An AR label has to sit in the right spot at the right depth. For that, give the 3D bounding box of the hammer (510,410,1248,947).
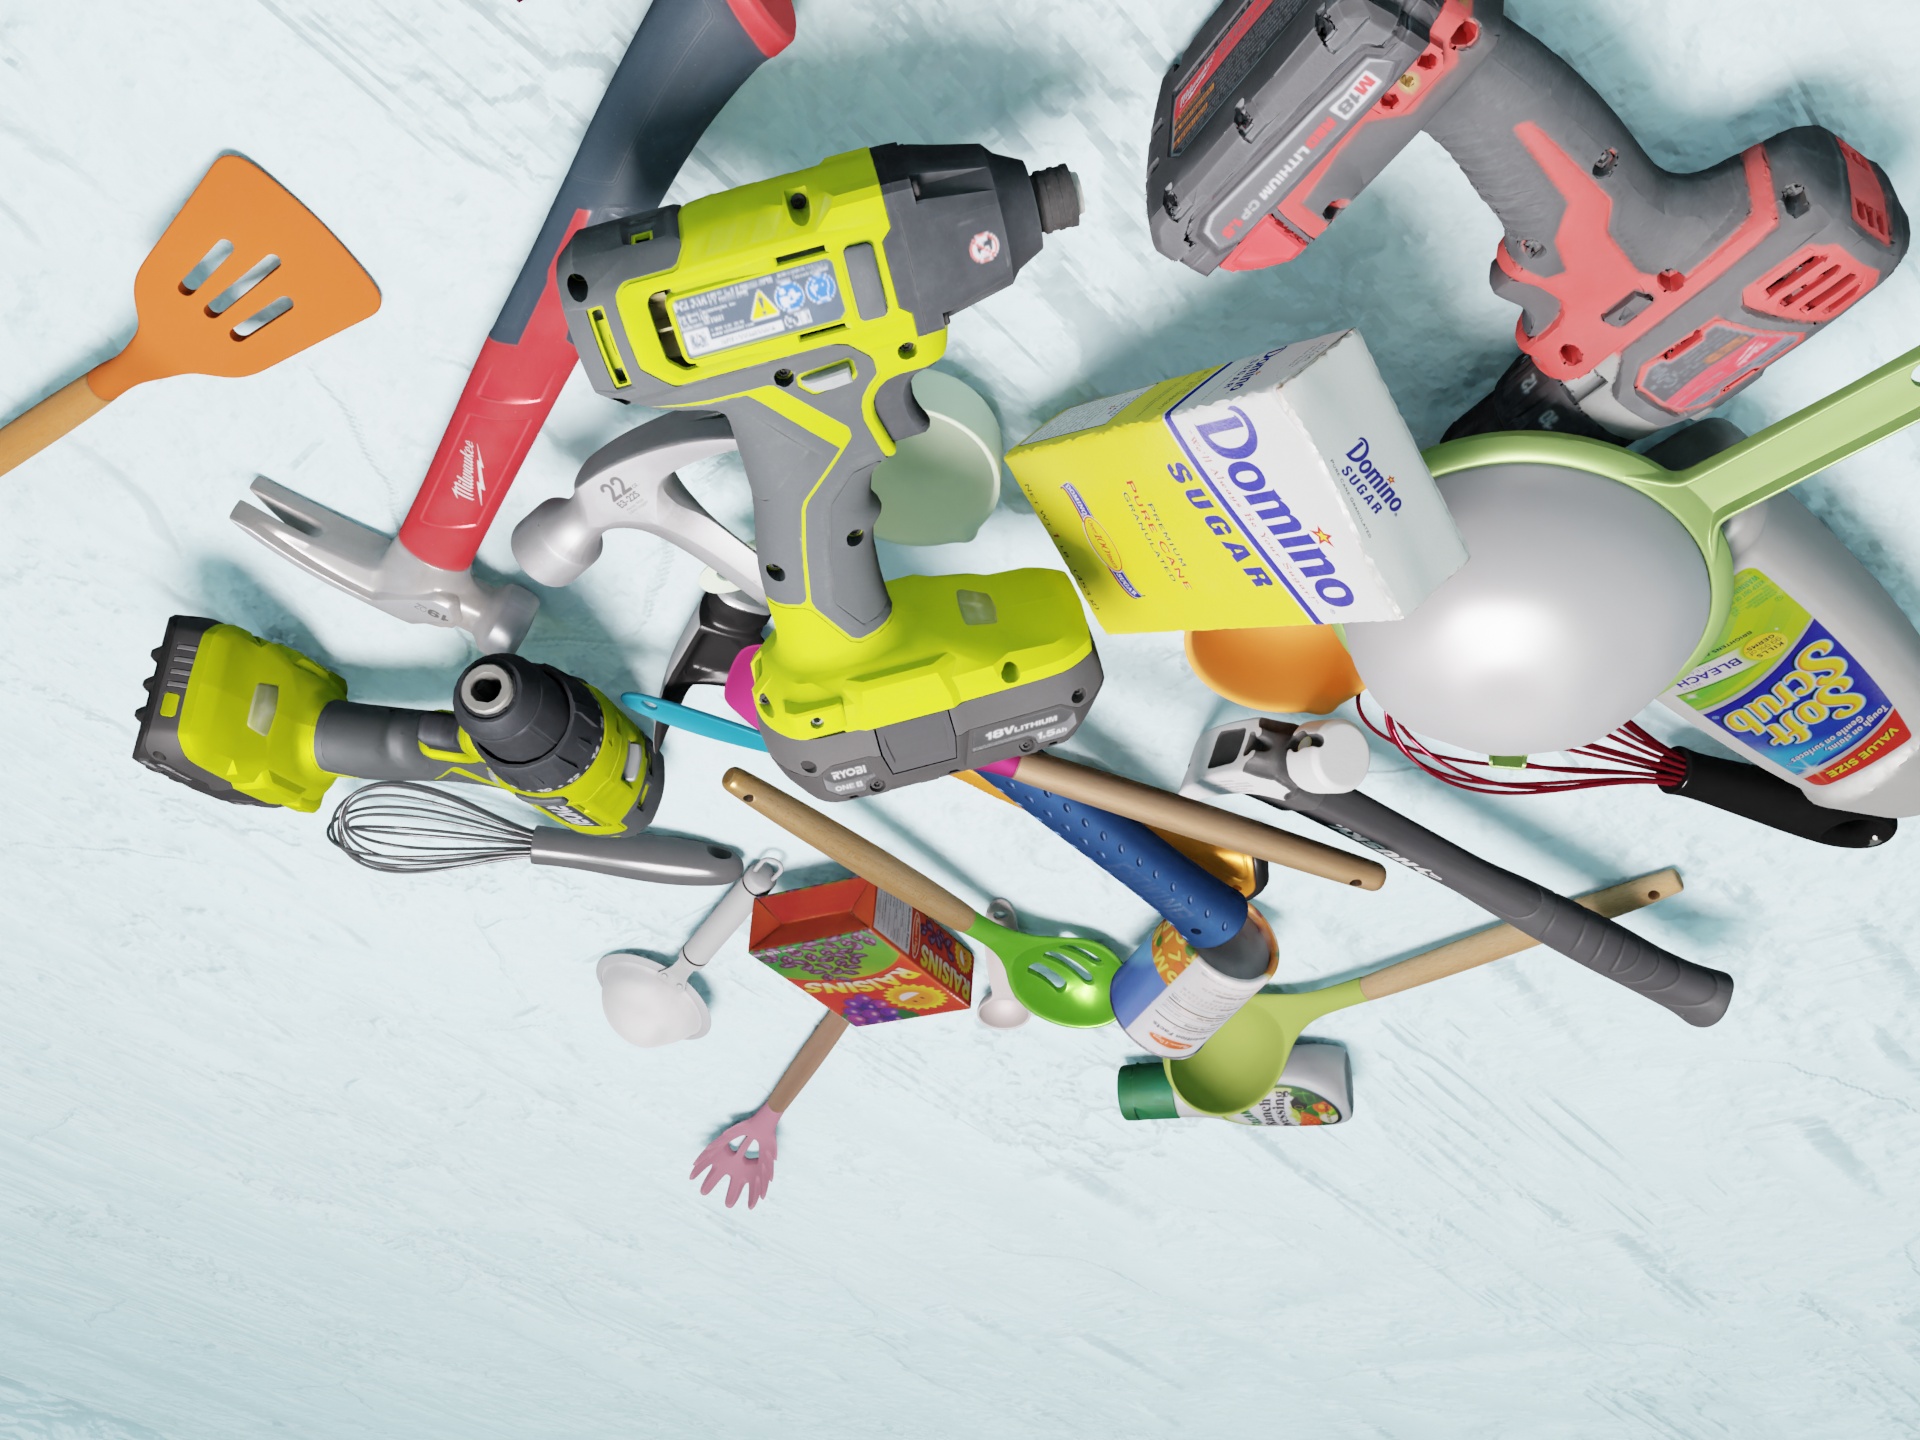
[{"bbox_3d":[-0.001,-0.002,0.736,0.144,0.035,0.405,-29,127,37],"label":"hammer"}]

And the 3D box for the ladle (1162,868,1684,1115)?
[{"bbox_3d":[0.254,0.153,0.909,0.320,0.062,0.078,-28,108,32],"label":"ladle"}]

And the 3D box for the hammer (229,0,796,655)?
[{"bbox_3d":[-0.184,-0.163,0.642,0.143,0.038,0.386,28,137,-18],"label":"hammer"}]

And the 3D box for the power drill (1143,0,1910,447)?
[{"bbox_3d":[0.173,-0.159,0.548,0.226,0.080,0.188,22,145,-20],"label":"power drill"}]

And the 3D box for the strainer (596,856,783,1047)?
[{"bbox_3d":[-0.174,0.153,1.007,0.087,0.050,0.258,36,132,-7],"label":"strainer"}]

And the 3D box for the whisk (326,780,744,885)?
[{"bbox_3d":[-0.245,0.072,0.923,0.239,0.055,0.055,8,140,-5],"label":"whisk"}]

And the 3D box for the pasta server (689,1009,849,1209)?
[{"bbox_3d":[-0.125,0.268,1.130,0.060,0.040,0.316,28,136,-5],"label":"pasta server"}]

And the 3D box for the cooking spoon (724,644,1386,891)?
[{"bbox_3d":[0.049,0.026,0.719,0.318,0.017,0.068,18,135,-10],"label":"cooking spoon"}]

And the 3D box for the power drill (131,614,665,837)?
[{"bbox_3d":[-0.275,0.003,0.784,0.228,0.080,0.190,5,165,7],"label":"power drill"}]

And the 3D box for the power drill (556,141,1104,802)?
[{"bbox_3d":[-0.025,-0.088,0.575,0.171,0.080,0.223,-15,127,1],"label":"power drill"}]

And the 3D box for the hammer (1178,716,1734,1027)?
[{"bbox_3d":[0.258,0.082,0.793,0.334,0.035,0.146,26,166,-21],"label":"hammer"}]

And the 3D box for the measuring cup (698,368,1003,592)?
[{"bbox_3d":[-0.053,-0.099,0.692,0.167,0.038,0.083,-22,131,35],"label":"measuring cup"}]

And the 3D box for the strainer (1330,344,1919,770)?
[{"bbox_3d":[0.239,-0.050,0.560,0.151,0.069,0.256,36,140,-18],"label":"strainer"}]

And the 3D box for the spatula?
[{"bbox_3d":[-0.392,-0.148,0.714,0.322,0.041,0.080,-16,134,33],"label":"spatula"}]

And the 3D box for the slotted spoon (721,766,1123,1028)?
[{"bbox_3d":[-0.012,0.101,0.896,0.070,0.031,0.313,-37,129,24],"label":"slotted spoon"}]

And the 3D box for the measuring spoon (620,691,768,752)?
[{"bbox_3d":[-0.104,0.000,0.783,0.128,0.021,0.042,16,150,5],"label":"measuring spoon"}]

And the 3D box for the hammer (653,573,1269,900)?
[{"bbox_3d":[0.009,0.027,0.826,0.336,0.034,0.127,23,137,-15],"label":"hammer"}]

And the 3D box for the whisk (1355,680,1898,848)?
[{"bbox_3d":[0.317,0.018,0.741,0.295,0.073,0.073,14,140,-15],"label":"whisk"}]

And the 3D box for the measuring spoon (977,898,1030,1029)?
[{"bbox_3d":[0.026,0.148,0.983,0.034,0.018,0.124,0,132,3],"label":"measuring spoon"}]

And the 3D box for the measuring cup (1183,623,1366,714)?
[{"bbox_3d":[0.179,-0.062,0.676,0.173,0.052,0.095,-17,132,26],"label":"measuring cup"}]
